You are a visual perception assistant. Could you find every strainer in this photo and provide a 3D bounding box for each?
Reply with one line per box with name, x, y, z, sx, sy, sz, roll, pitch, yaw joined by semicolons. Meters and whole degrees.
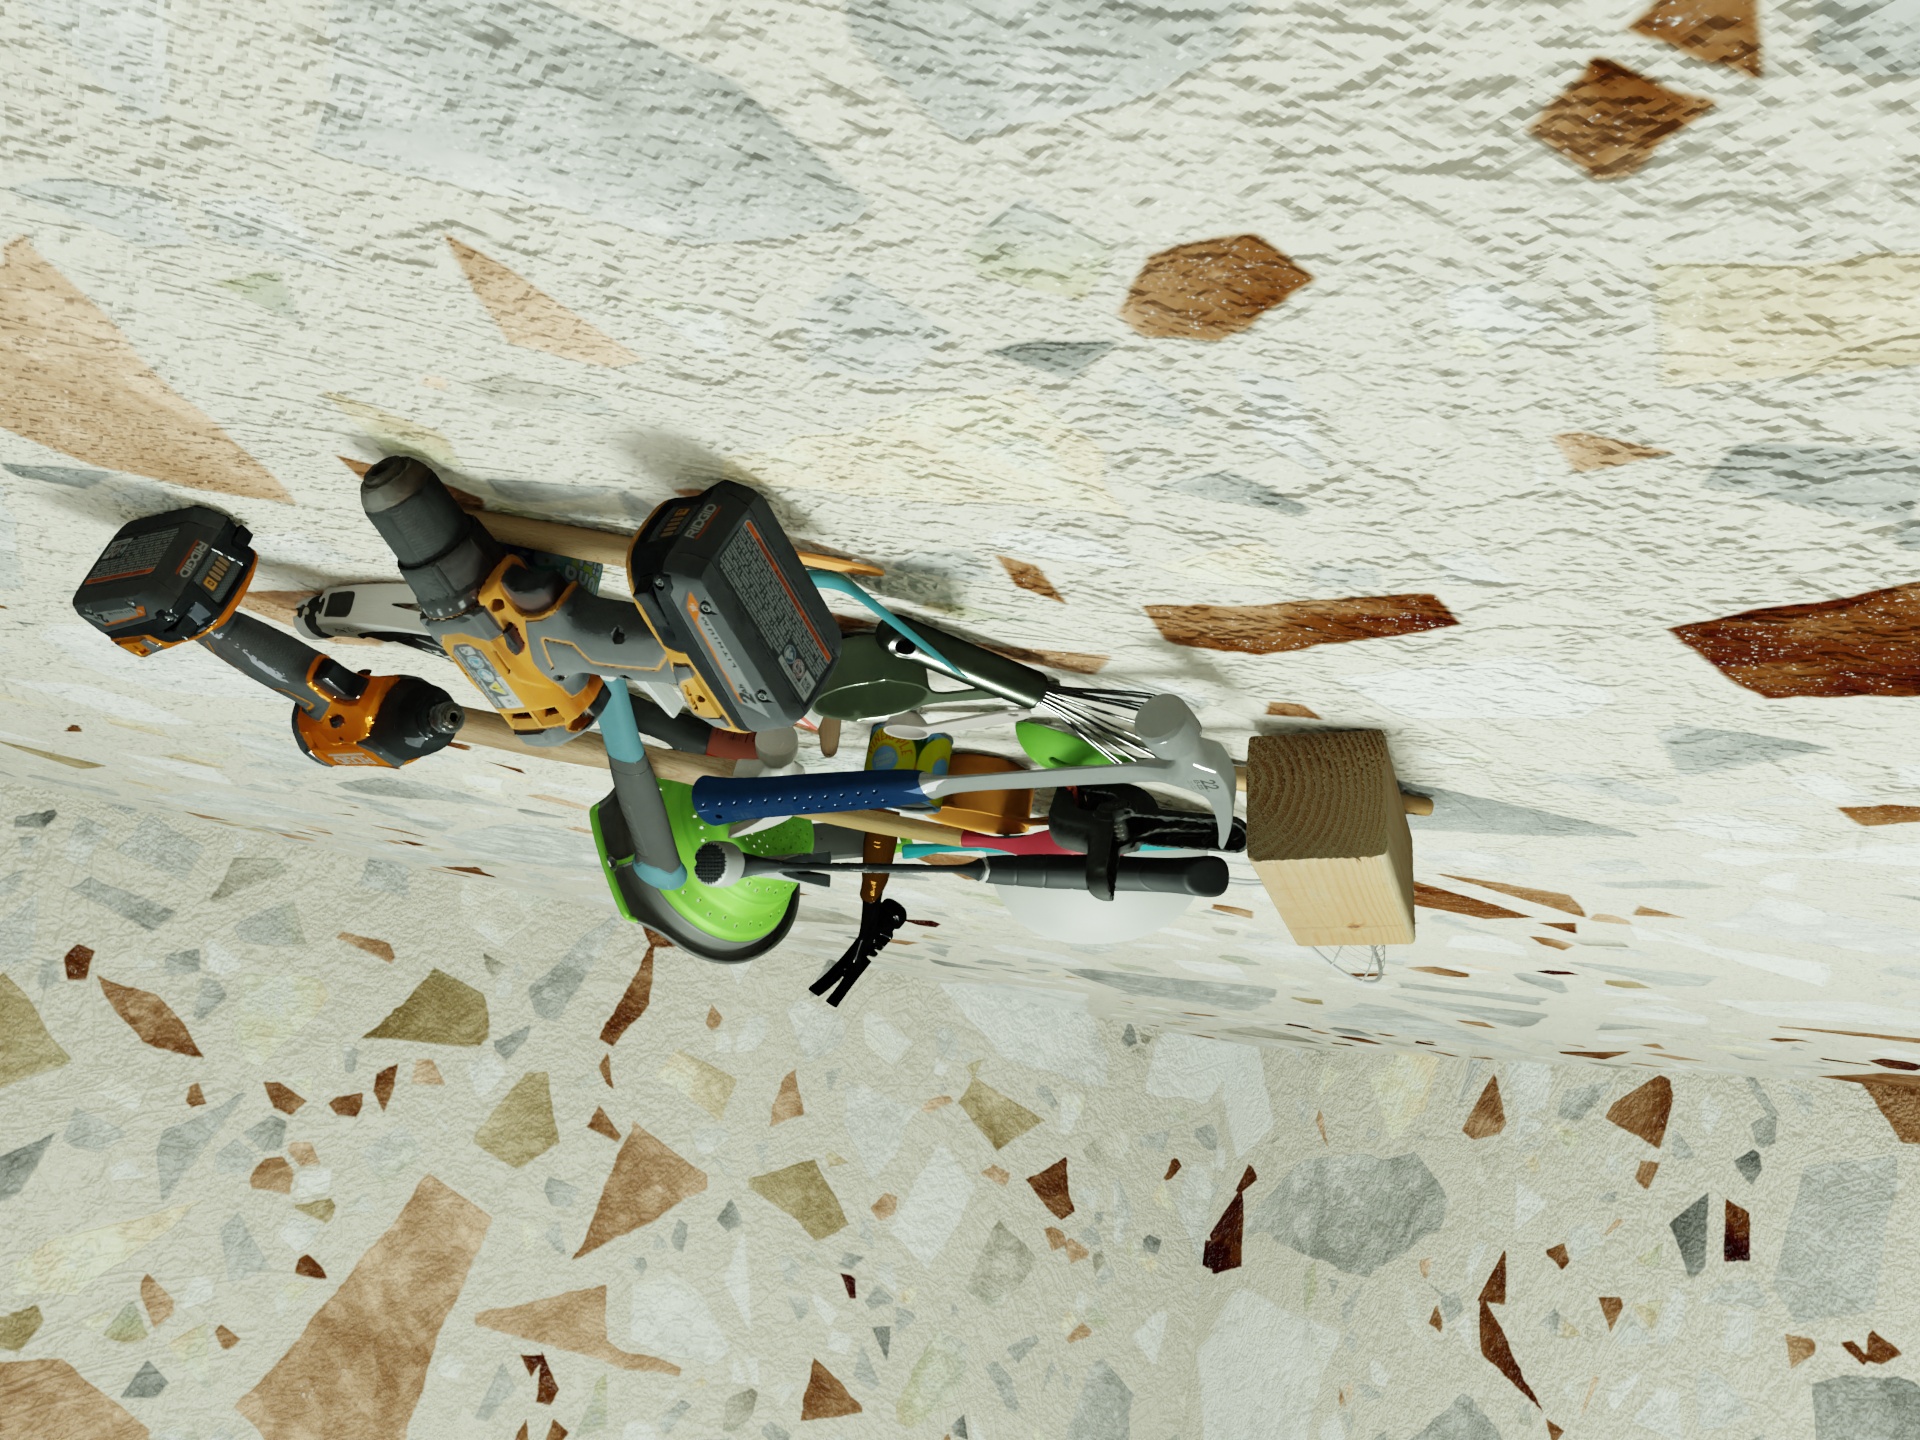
strainer;0.072;0.149;1.423;0.340;0.095;0.211;-6;175;43

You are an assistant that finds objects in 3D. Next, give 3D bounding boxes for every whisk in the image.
whisk;0.054;-0.017;1.005;0.246;0.059;0.057;21;119;-25

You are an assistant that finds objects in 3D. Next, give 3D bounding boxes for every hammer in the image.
hammer;0.004;0.115;1.207;0.409;0.036;0.149;-1;173;28
hammer;-0.083;0.146;1.469;0.034;0.127;0.336;32;147;14
hammer;-0.239;0.029;1.141;0.128;0.033;0.330;17;147;12
hammer;-0.009;0.046;1.066;0.405;0.035;0.143;-5;148;31
hammer;-0.280;0.023;1.210;0.331;0.031;0.130;11;145;6
hammer;-0.315;-0.032;1.201;0.146;0.035;0.334;-2;162;42

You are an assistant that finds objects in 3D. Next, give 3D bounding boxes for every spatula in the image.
spatula;-0.097;-0.016;1.152;0.060;0.018;0.315;7;165;-2
spatula;-0.147;-0.076;0.898;0.317;0.044;0.082;11;-178;0

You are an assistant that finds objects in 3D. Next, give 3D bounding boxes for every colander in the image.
colander;-0.147;0.100;1.441;0.094;0.205;0.397;-32;162;32

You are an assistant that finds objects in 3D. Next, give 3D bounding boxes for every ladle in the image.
ladle;-0.020;0.089;1.282;0.315;0.031;0.069;8;150;25

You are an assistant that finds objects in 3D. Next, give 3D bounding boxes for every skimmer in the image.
skimmer;0.233;0.183;1.562;0.363;0.090;0.127;6;-163;22

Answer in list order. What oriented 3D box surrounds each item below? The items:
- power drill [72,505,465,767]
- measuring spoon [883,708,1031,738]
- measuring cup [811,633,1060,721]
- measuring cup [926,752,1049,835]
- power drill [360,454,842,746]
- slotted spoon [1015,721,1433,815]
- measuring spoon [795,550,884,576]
power drill;-0.442;-0.043;1.053;0.164;0.084;0.226;-2;147;39
measuring spoon;-0.002;-0.004;1.157;0.124;0.018;0.034;-8;158;32
measuring cup;-0.016;-0.032;1.023;0.167;0.038;0.083;-4;163;-18
measuring cup;0.051;0.057;1.276;0.174;0.052;0.095;-2;161;34
power drill;-0.197;-0.069;0.838;0.226;0.084;0.185;-2;133;32
slotted spoon;0.193;0.041;1.167;0.313;0.031;0.070;9;168;-2
measuring spoon;-0.096;-0.095;0.867;0.116;0.011;0.021;11;174;-19
